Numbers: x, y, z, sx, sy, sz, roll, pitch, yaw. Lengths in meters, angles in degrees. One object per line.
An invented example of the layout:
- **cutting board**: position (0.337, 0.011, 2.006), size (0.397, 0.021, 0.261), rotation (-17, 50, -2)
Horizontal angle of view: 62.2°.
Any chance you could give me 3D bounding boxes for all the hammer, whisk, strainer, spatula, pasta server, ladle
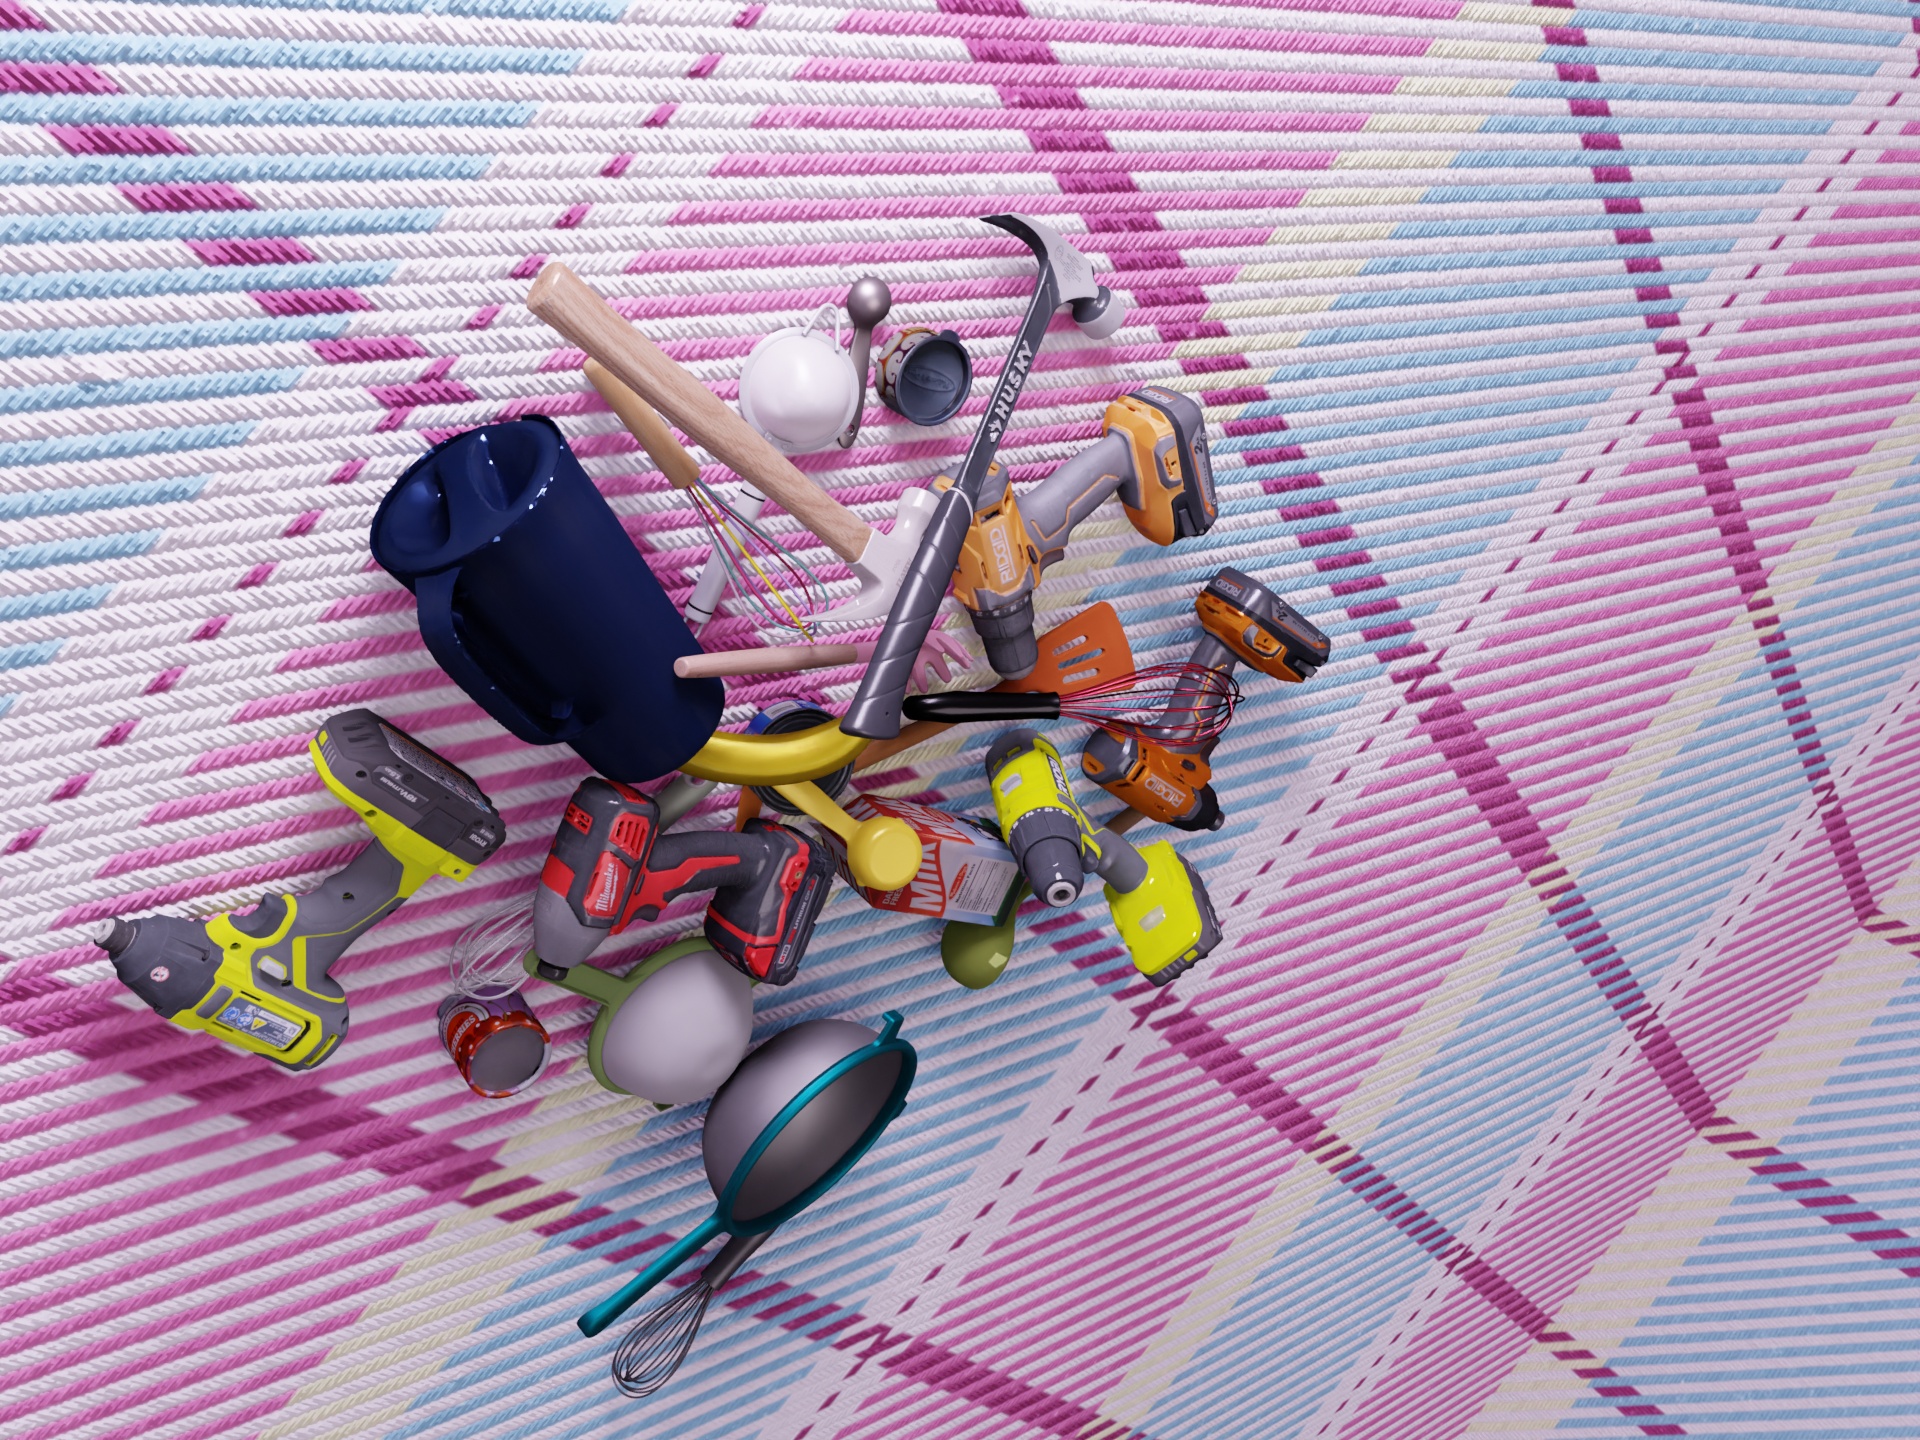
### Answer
- **hammer**: position (-0.143, -0.174, 1.030), size (0.331, 0.031, 0.130), rotation (37, 65, -37)
- **whisk**: position (-0.221, 0.502, 1.420), size (0.239, 0.055, 0.055), rotation (-48, 133, -10)
- **whisk**: position (-0.272, 0.114, 1.167), size (0.246, 0.058, 0.059), rotation (-42, 167, -15)
- **strainer**: position (-0.233, 0.228, 1.207), size (0.151, 0.069, 0.256), rotation (-51, 146, -3)
- **hammer**: position (0.004, -0.170, 1.123), size (0.149, 0.036, 0.409), rotation (37, 68, -44)
- **whisk**: position (0.096, -0.012, 1.301), size (0.295, 0.073, 0.073), rotation (-1, 116, -16)
- **whisk**: position (-0.167, -0.144, 1.066), size (0.051, 0.047, 0.244), rotation (-24, 120, 24)
- **strainer**: position (-0.189, 0.356, 1.305), size (0.340, 0.095, 0.210), rotation (-36, 152, -24)
- **strainer**: position (-0.138, -0.167, 1.111), size (0.086, 0.050, 0.258), rotation (21, 105, -26)
- **spatula**: position (-0.002, -0.004, 1.303), size (0.322, 0.041, 0.081), rotation (-25, 104, -22)
- **pasta server**: position (-0.093, -0.040, 1.151), size (0.060, 0.040, 0.316), rotation (-33, 167, 30)
- **ladle**: position (0.109, 0.135, 1.459), size (0.320, 0.078, 0.062), rotation (-33, 115, -26)

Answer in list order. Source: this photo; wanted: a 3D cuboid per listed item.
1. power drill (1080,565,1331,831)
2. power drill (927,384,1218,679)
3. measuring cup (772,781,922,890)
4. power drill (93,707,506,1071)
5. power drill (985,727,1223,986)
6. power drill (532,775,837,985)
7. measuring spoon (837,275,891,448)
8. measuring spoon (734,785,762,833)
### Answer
- **power drill**: position (0.231, -0.007, 1.440), size (0.164, 0.084, 0.226), rotation (33, 95, -33)
- **power drill**: position (0.093, -0.147, 1.267), size (0.226, 0.084, 0.185), rotation (-28, 125, -17)
- **measuring cup**: position (-0.090, 0.076, 1.210), size (0.156, 0.029, 0.062), rotation (40, 76, -27)
- **power drill**: position (-0.421, 0.109, 1.027), size (0.223, 0.080, 0.171), rotation (-47, 133, -2)
- **power drill**: position (0.118, 0.126, 1.336), size (0.080, 0.191, 0.228), rotation (-40, 121, 17)
- **power drill**: position (-0.206, 0.127, 1.152), size (0.219, 0.079, 0.143), rotation (17, 97, -48)
- **measuring spoon**: position (-0.069, -0.251, 1.129), size (0.034, 0.018, 0.124), rotation (-6, 118, -35)
- **measuring spoon**: position (-0.164, 0.076, 1.245), size (0.021, 0.011, 0.117), rotation (0, 114, -37)
